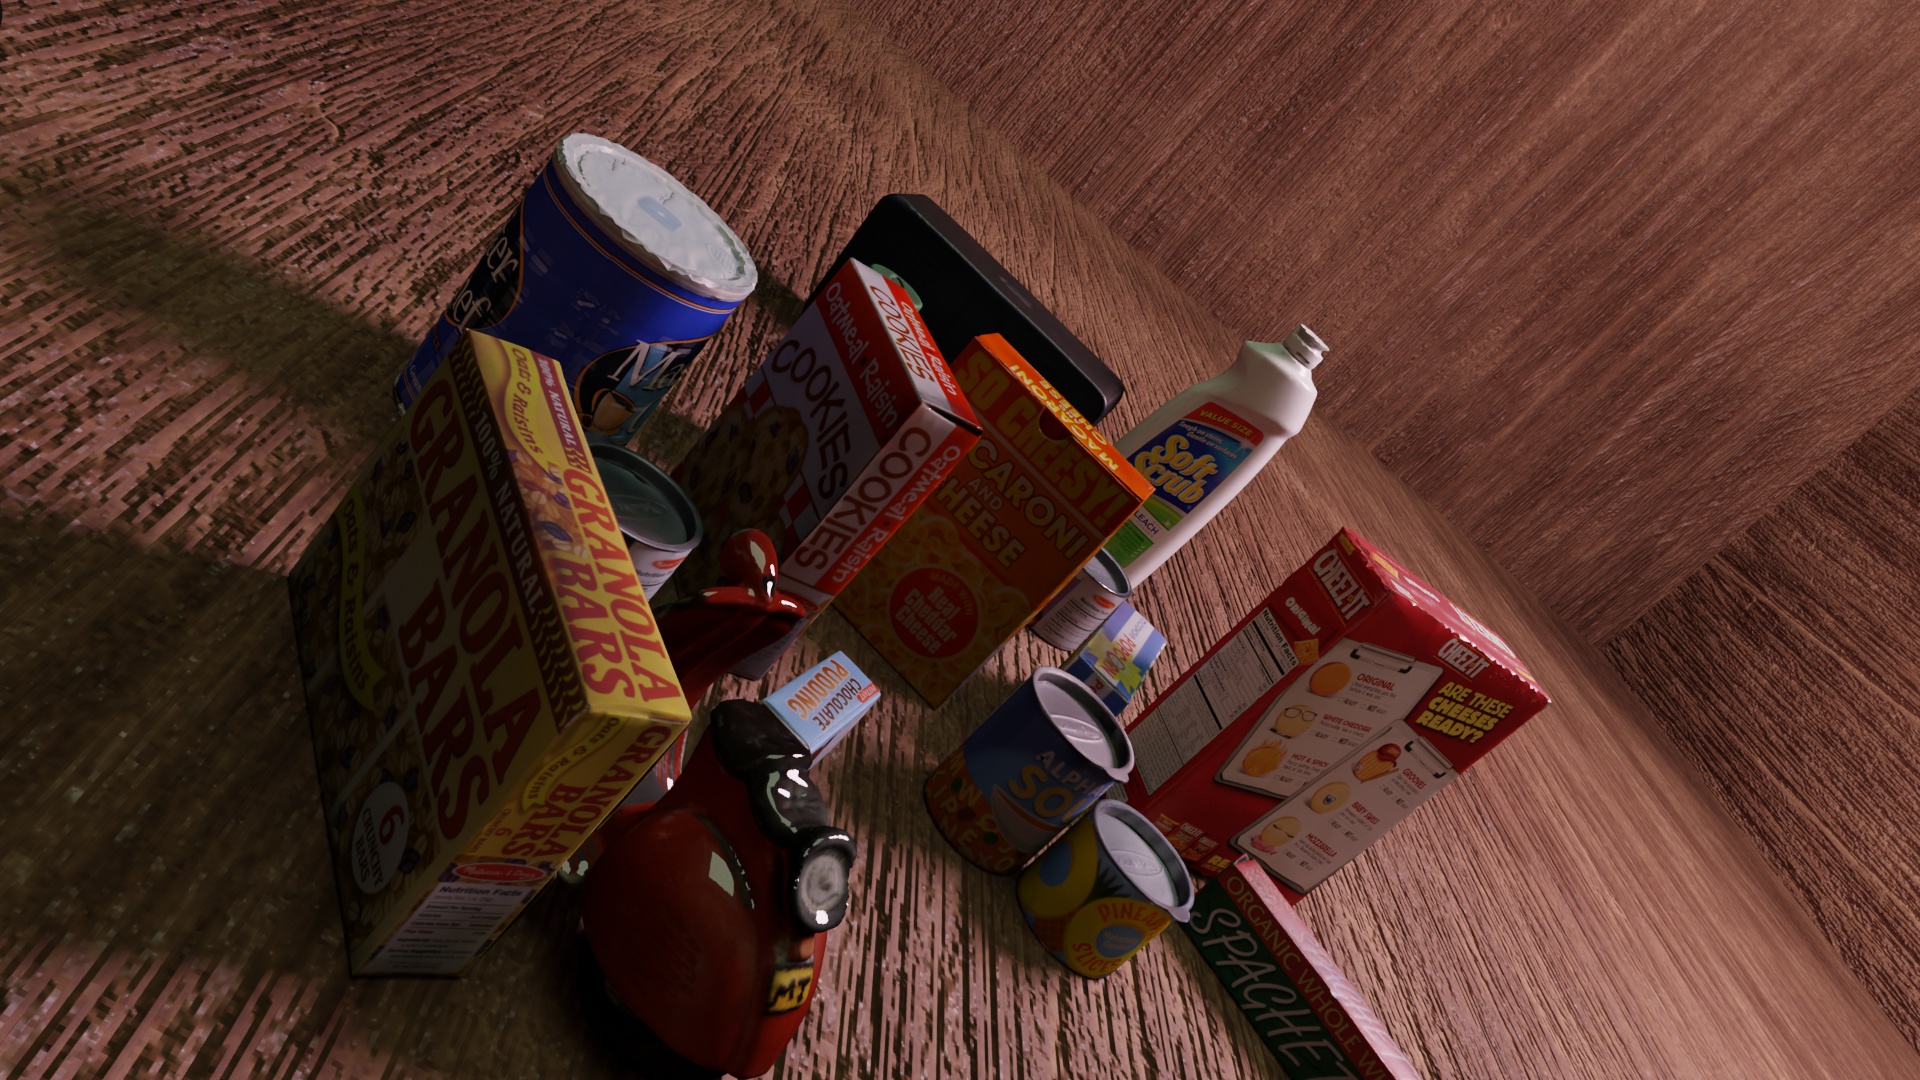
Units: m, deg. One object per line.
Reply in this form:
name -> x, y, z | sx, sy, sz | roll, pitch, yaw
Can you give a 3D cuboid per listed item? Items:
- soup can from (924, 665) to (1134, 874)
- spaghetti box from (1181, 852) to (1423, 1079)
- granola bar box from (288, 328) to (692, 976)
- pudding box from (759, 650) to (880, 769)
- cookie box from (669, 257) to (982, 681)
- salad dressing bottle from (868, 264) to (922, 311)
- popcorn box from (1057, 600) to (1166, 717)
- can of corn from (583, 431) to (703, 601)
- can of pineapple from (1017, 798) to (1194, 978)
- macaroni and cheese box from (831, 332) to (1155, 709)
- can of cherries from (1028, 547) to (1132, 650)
soup can -> 0.034, 0.115, 0.680 | 0.071, 0.083, 0.071 | 37, 21, -17
spaghetti box -> 0.206, 0.280, 0.721 | 0.029, 0.050, 0.251 | 10, 38, -57
granola bar box -> -0.156, 0.032, 0.438 | 0.039, 0.124, 0.166 | 21, 29, -46
pudding box -> -0.072, 0.083, 0.599 | 0.030, 0.049, 0.084 | 45, 20, 5
cookie box -> -0.073, -0.035, 0.659 | 0.040, 0.167, 0.123 | 26, 26, -39
salad dressing bottle -> -0.081, -0.089, 0.779 | 0.044, 0.147, 0.064 | 36, 21, -19
popcorn box -> 0.067, 0.088, 0.792 | 0.038, 0.085, 0.127 | 45, 20, 5
can of corn -> -0.156, -0.002, 0.598 | 0.071, 0.058, 0.071 | 37, 21, -17
can of pineapple -> 0.071, 0.171, 0.675 | 0.071, 0.057, 0.071 | 37, 21, -17
macaroni and cheese box -> 0.003, -0.009, 0.750 | 0.124, 0.166, 0.040 | 45, 20, 5
can of cherries -> 0.074, 0.031, 0.955 | 0.071, 0.058, 0.072 | 37, 21, -17
